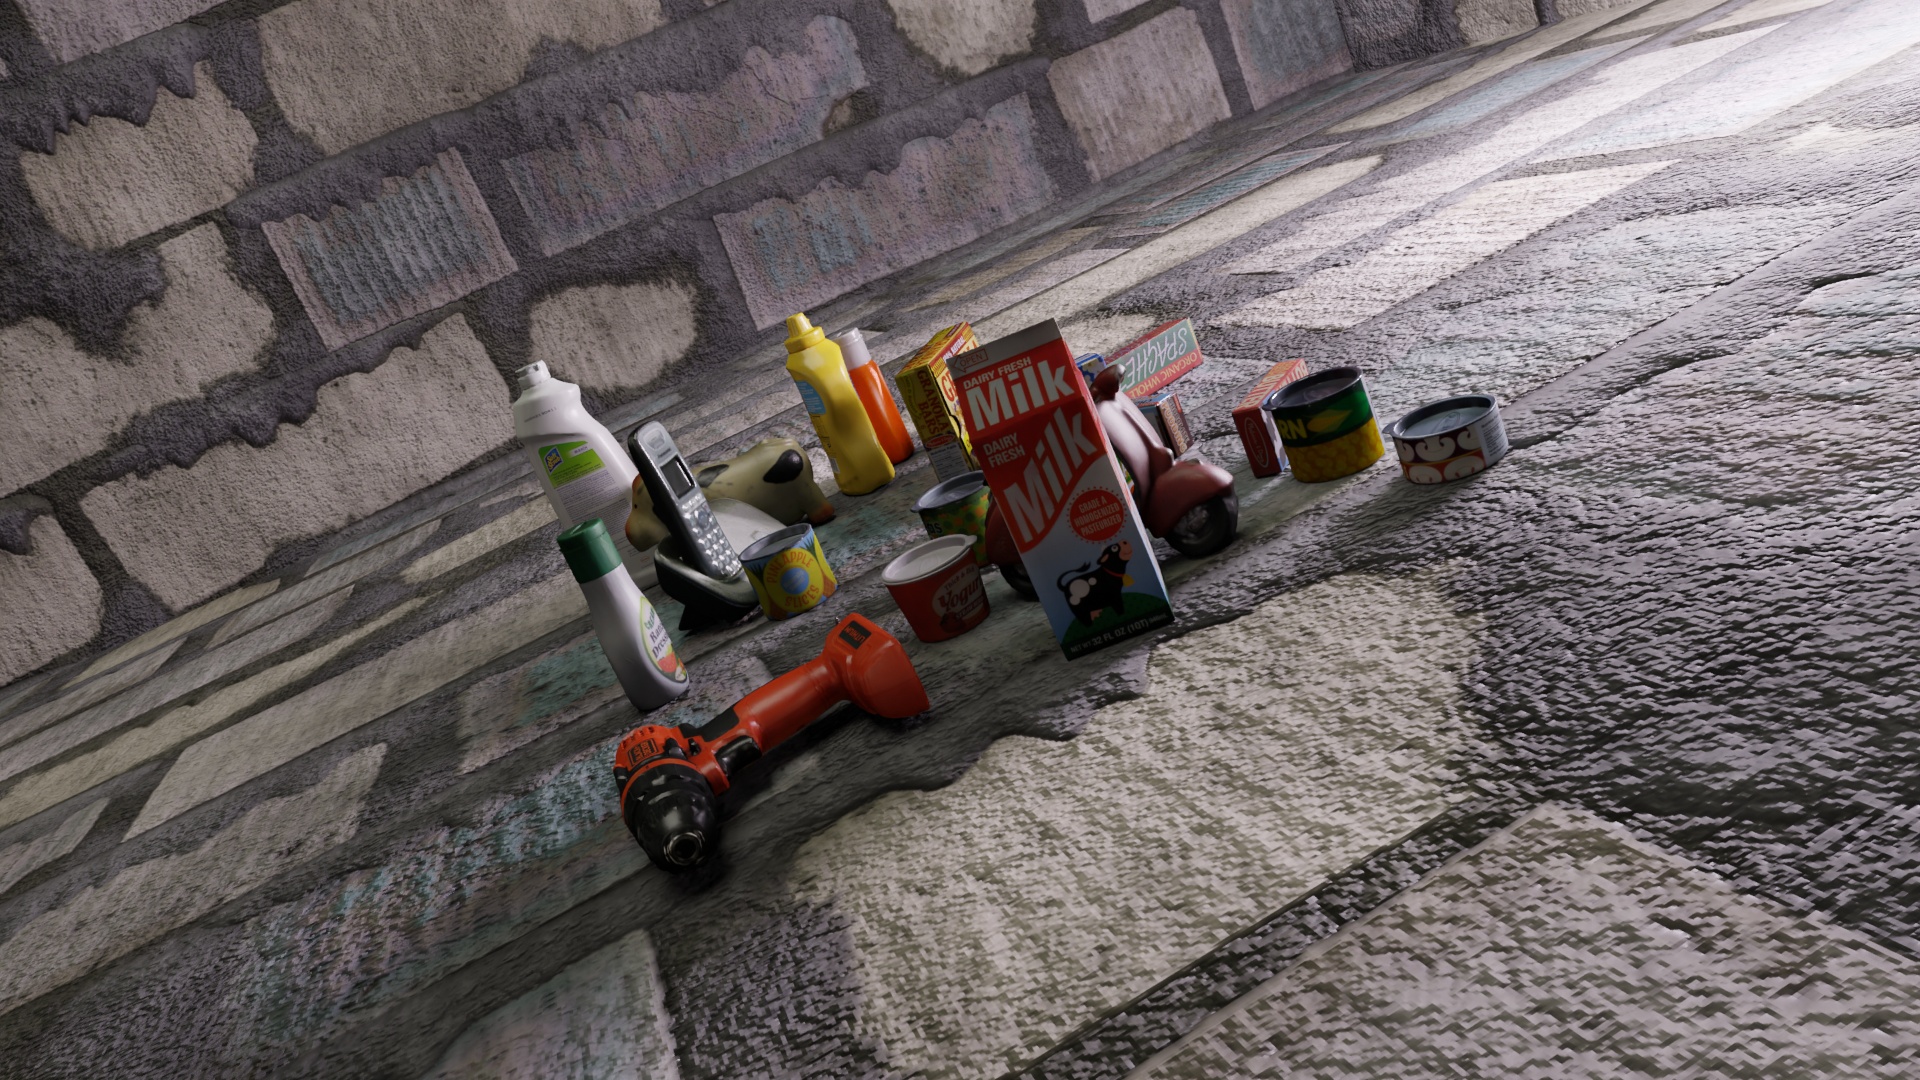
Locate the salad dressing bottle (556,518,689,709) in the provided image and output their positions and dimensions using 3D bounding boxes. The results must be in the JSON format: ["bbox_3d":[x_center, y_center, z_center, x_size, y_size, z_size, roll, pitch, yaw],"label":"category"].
[{"bbox_3d":[-0.257,0.056,1.055,0.044,0.147,0.064,-21,16,9],"label":"salad dressing bottle"}]

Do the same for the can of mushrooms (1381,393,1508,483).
[{"bbox_3d":[0.304,-0.064,0.872,0.071,0.033,0.071,-21,16,7],"label":"can of mushrooms"}]

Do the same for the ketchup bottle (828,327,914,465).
[{"bbox_3d":[-0.097,-0.155,1.495,0.043,0.148,0.065,-22,16,5],"label":"ketchup bottle"}]

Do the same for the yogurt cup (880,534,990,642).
[{"bbox_3d":[-0.014,0.034,0.959,0.072,0.053,0.072,-22,16,7],"label":"yogurt cup"}]

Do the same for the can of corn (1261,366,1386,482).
[{"bbox_3d":[0.248,-0.078,0.948,0.071,0.058,0.071,-22,16,7],"label":"can of corn"}]

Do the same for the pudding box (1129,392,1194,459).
[{"bbox_3d":[0.146,-0.091,1.144,0.030,0.049,0.083,-36,20,-36],"label":"pudding box"}]

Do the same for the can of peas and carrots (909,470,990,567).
[{"bbox_3d":[0.004,-0.013,1.076,0.071,0.058,0.071,-22,16,7],"label":"can of peas and carrots"}]

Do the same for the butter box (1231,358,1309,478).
[{"bbox_3d":[0.234,-0.091,1.018,0.024,0.053,0.104,-11,20,37],"label":"butter box"}]

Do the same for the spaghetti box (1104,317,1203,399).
[{"bbox_3d":[0.132,-0.138,1.308,0.251,0.050,0.028,-33,18,-28],"label":"spaghetti box"}]

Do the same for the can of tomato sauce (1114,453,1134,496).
[{"bbox_3d":[0.095,-0.048,1.017,0.071,0.083,0.071,-22,16,7],"label":"can of tomato sauce"}]

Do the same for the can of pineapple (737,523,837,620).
[{"bbox_3d":[-0.142,0.026,1.151,0.071,0.057,0.071,-22,16,7],"label":"can of pineapple"}]

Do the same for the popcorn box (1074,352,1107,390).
[{"bbox_3d":[0.077,-0.098,1.194,0.127,0.085,0.038,-26,16,-8],"label":"popcorn box"}]

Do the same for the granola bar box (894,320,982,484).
[{"bbox_3d":[-0.003,-0.130,1.333,0.039,0.124,0.166,-18,17,20],"label":"granola bar box"}]

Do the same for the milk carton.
[{"bbox_3d":[0.060,-0.034,0.831,0.072,0.190,0.074,-21,16,9],"label":"milk carton"}]
